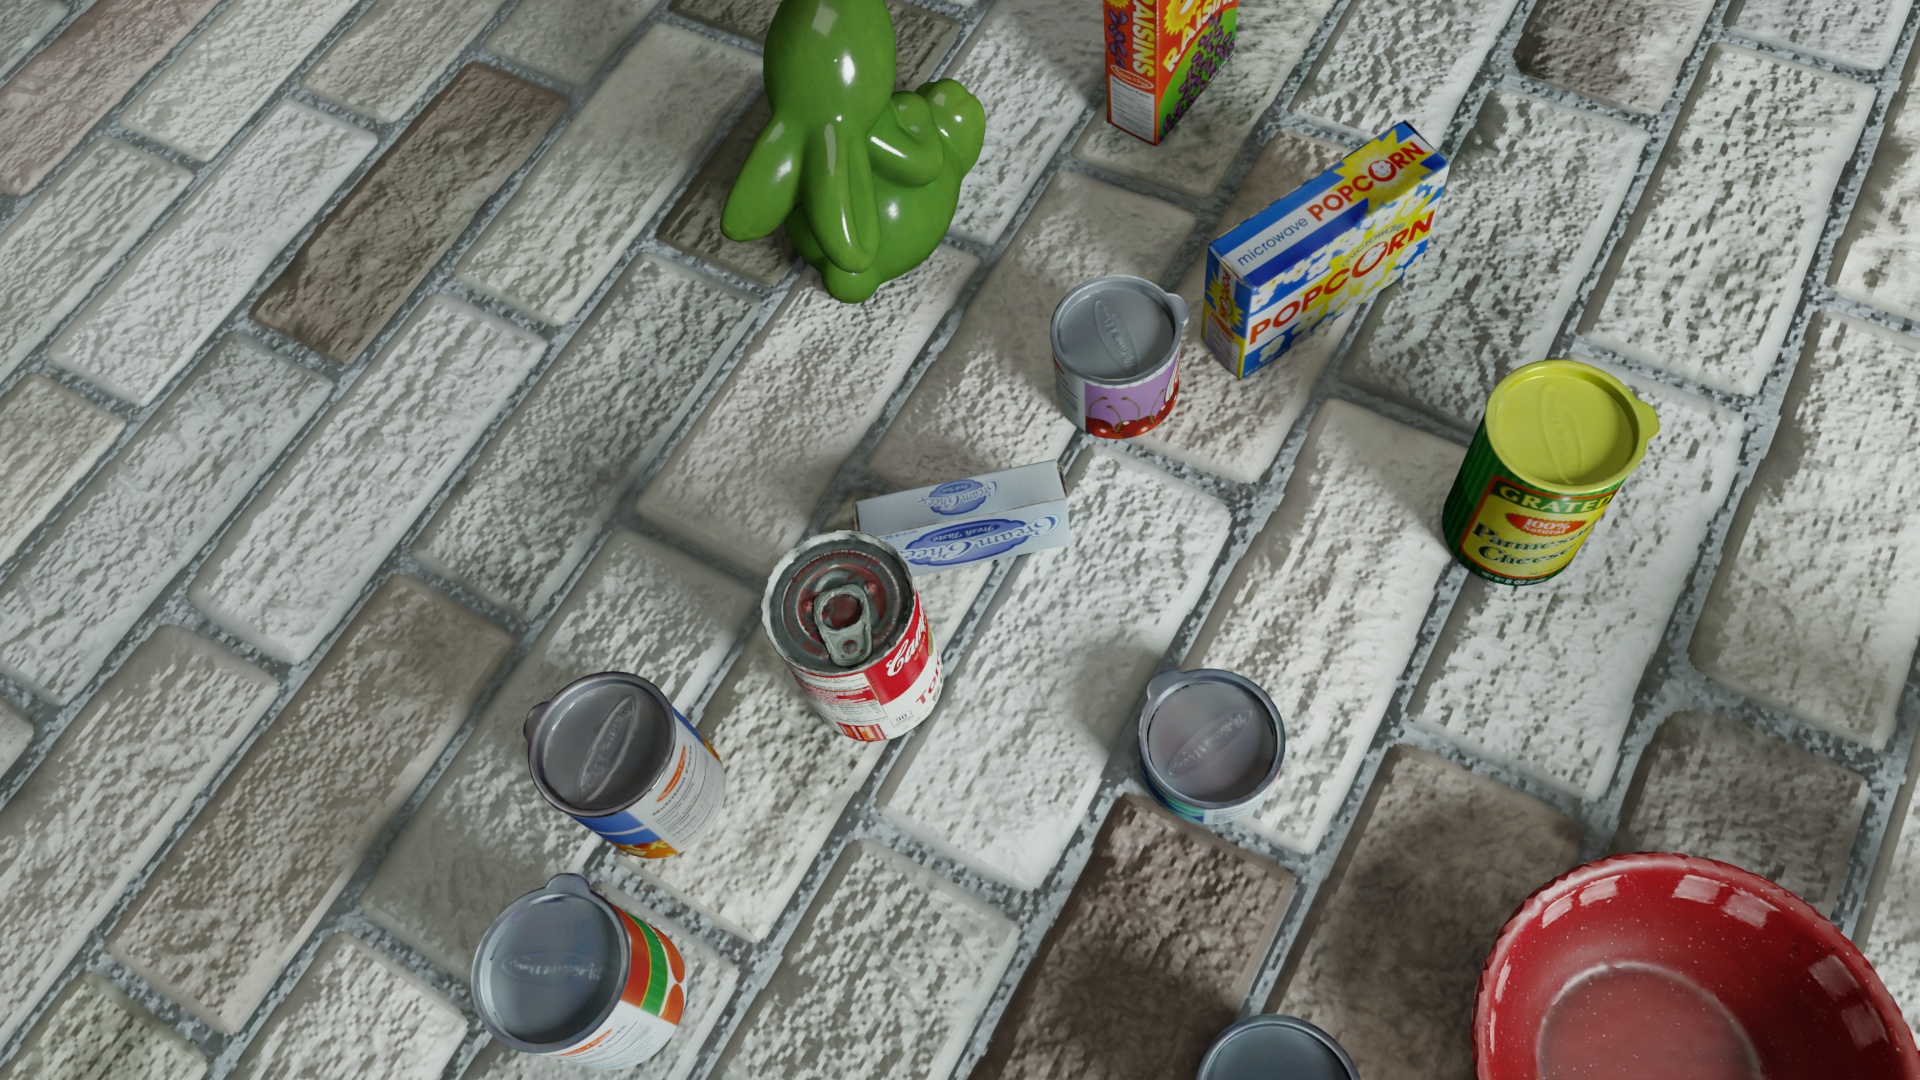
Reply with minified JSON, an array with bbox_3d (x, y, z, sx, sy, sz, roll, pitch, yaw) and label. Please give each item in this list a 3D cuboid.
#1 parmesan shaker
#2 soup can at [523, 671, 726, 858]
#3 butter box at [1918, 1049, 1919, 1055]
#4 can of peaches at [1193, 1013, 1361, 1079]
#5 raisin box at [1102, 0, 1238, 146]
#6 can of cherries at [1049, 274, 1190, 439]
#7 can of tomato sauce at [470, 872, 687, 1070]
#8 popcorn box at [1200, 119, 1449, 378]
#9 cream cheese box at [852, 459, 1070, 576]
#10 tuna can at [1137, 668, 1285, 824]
[{"bbox_3d":[0.267,-0.028,0.638,0.071,0.102,0.071,-3,64,6],"label":"parmesan shaker"},{"bbox_3d":[-0.153,0.104,0.639,0.071,0.083,0.071,-3,64,6],"label":"soup can"},{"bbox_3d":[0.375,0.244,0.517,0.024,0.053,0.104,4,65,10],"label":"butter box"},{"bbox_3d":[0.125,0.230,0.555,0.071,0.058,0.071,-3,64,6],"label":"can of peaches"},{"bbox_3d":[0.119,-0.296,0.779,0.040,0.123,0.086,33,73,21],"label":"raisin box"},{"bbox_3d":[0.084,-0.094,0.720,0.071,0.058,0.072,-3,64,6],"label":"can of cherries"},{"bbox_3d":[-0.161,0.188,0.599,0.071,0.082,0.071,-3,64,6],"label":"can of tomato sauce"},{"bbox_3d":[0.186,-0.148,0.718,0.127,0.085,0.038,-33,65,-9],"label":"popcorn box"},{"bbox_3d":[0.002,-0.009,0.691,0.104,0.053,0.024,-12,63,2],"label":"cream cheese box"},{"bbox_3d":[0.113,0.093,0.638,0.071,0.032,0.071,-3,64,6],"label":"tuna can"}]
